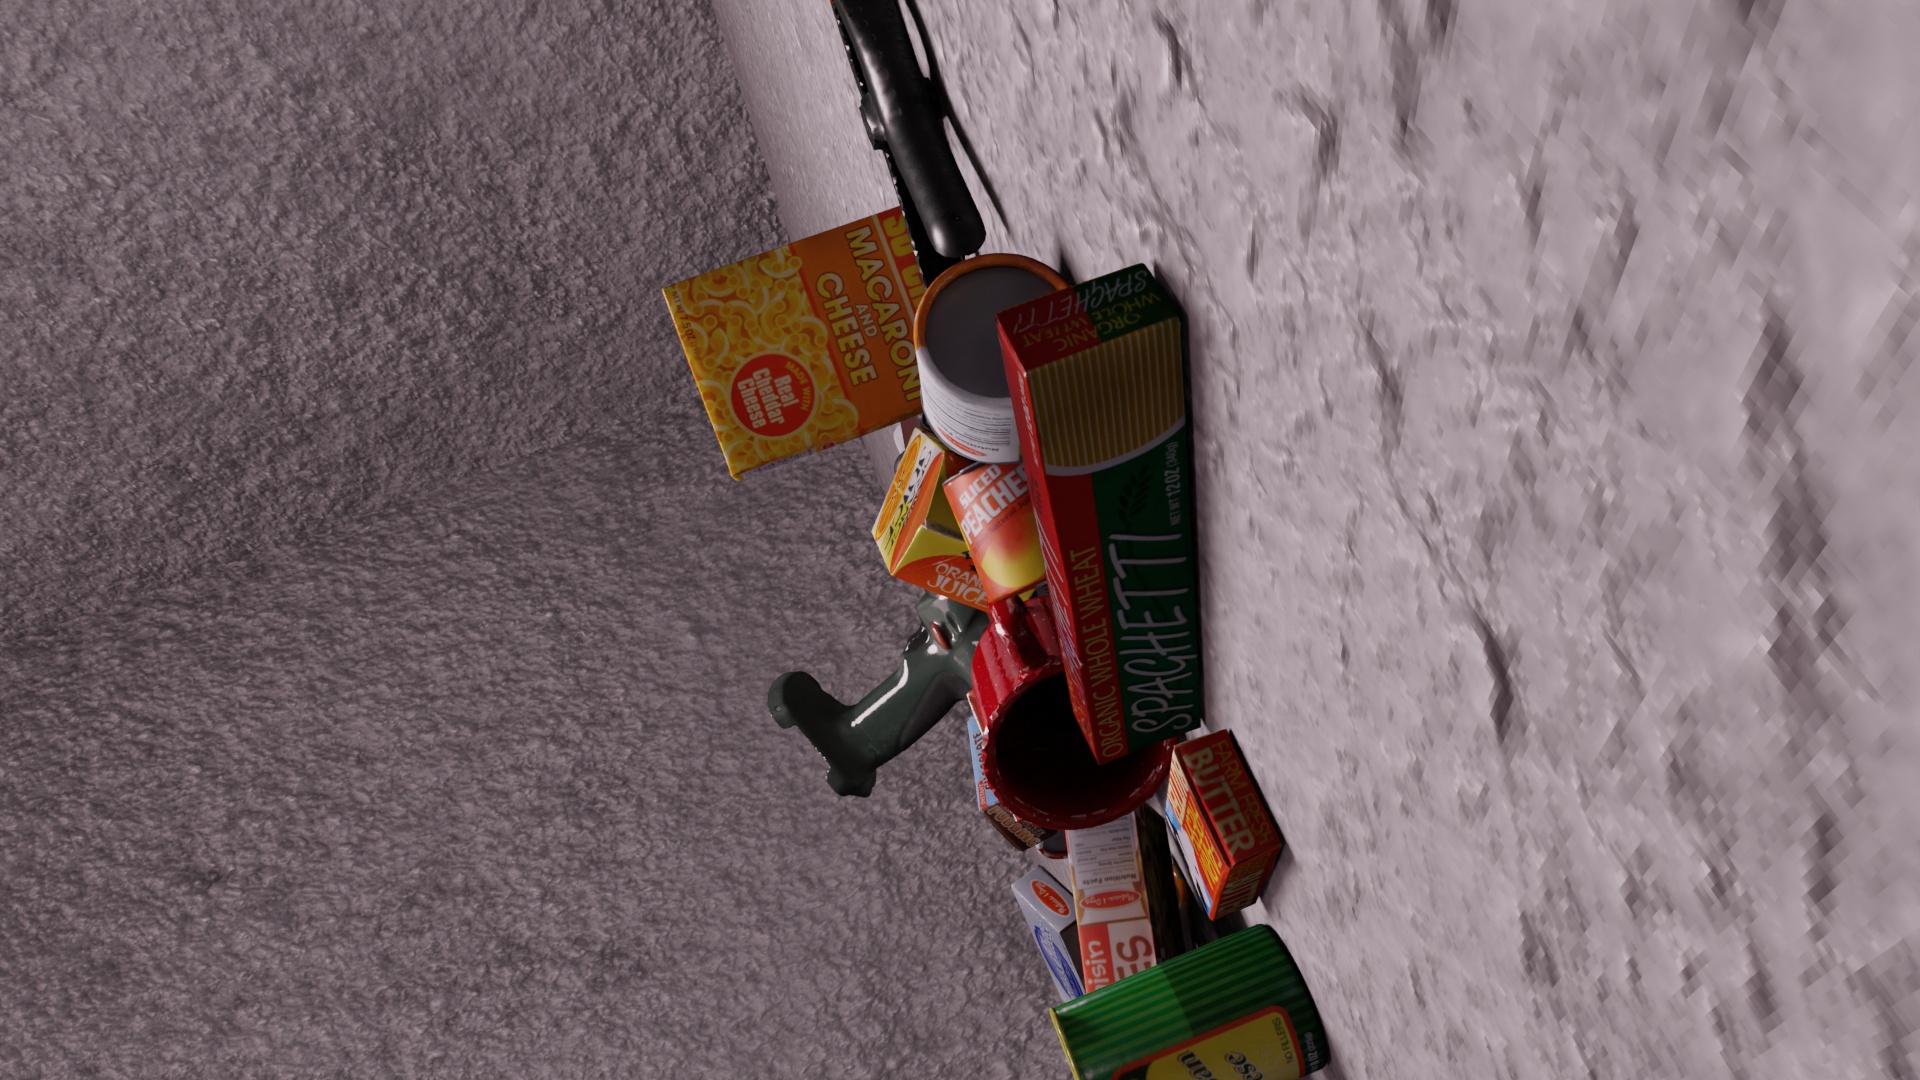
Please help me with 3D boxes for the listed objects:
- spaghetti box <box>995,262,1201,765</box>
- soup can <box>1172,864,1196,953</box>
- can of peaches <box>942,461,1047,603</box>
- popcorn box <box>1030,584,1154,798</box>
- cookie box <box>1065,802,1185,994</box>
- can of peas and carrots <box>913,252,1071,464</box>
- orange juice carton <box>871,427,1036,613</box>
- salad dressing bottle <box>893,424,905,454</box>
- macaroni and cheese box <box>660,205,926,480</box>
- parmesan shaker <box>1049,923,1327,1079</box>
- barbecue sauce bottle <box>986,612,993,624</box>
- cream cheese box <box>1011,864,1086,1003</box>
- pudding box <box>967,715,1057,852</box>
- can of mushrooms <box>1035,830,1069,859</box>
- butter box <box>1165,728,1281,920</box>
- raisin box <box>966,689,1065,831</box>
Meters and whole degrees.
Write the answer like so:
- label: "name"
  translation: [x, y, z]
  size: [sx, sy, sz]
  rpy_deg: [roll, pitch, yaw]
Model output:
- label: "spaghetti box"
  translation: [0.057, 0.007, 0.501]
  size: [0.248, 0.050, 0.029]
  rpy_deg: [75, 174, -52]
- label: "soup can"
  translation: [0.106, 0.233, 0.834]
  size: [0.071, 0.071, 0.083]
  rpy_deg: [-115, 7, -47]
- label: "can of peaches"
  translation: [0.031, -0.010, 0.609]
  size: [0.071, 0.071, 0.058]
  rpy_deg: [119, 129, -84]
- label: "popcorn box"
  translation: [0.070, 0.085, 0.784]
  size: [0.085, 0.038, 0.127]
  rpy_deg: [81, 168, -66]
- label: "cookie box"
  translation: [0.091, 0.222, 0.714]
  size: [0.122, 0.040, 0.168]
  rpy_deg: [49, -148, -66]
- label: "can of peas and carrots"
  translation: [0.017, -0.073, 0.544]
  size: [0.058, 0.071, 0.071]
  rpy_deg: [85, 164, -72]
- label: "orange juice carton"
  translation: [0.003, -0.010, 0.768]
  size: [0.193, 0.072, 0.073]
  rpy_deg: [-130, 63, -78]
- label: "salad dressing bottle"
  translation: [-0.014, -0.042, 1.213]
  size: [0.064, 0.044, 0.148]
  rpy_deg: [81, 166, -61]
- label: "macaroni and cheese box"
  translation: [-0.083, -0.123, 0.859]
  size: [0.040, 0.167, 0.123]
  rpy_deg: [156, 93, -85]
- label: "parmesan shaker"
  translation: [0.098, 0.214, 0.603]
  size: [0.071, 0.103, 0.071]
  rpy_deg: [163, 86, -86]
- label: "barbecue sauce bottle"
  translation: [0.043, 0.056, 0.939]
  size: [0.065, 0.043, 0.148]
  rpy_deg: [-71, -39, -76]
- label: "cream cheese box"
  translation: [0.066, 0.237, 0.791]
  size: [0.053, 0.024, 0.103]
  rpy_deg: [33, 150, 56]
- label: "pudding box"
  translation: [0.032, 0.148, 0.880]
  size: [0.049, 0.030, 0.084]
  rpy_deg: [49, -161, -31]
- label: "can of mushrooms"
  translation: [0.082, 0.199, 1.006]
  size: [0.070, 0.071, 0.033]
  rpy_deg: [75, 172, -49]
- label: "butter box"
  translation: [0.107, 0.120, 0.576]
  size: [0.103, 0.024, 0.053]
  rpy_deg: [78, 171, -63]
- label: "raisin box"
  translation: [0.059, 0.134, 0.858]
  size: [0.123, 0.040, 0.086]
  rpy_deg: [29, -147, -59]
